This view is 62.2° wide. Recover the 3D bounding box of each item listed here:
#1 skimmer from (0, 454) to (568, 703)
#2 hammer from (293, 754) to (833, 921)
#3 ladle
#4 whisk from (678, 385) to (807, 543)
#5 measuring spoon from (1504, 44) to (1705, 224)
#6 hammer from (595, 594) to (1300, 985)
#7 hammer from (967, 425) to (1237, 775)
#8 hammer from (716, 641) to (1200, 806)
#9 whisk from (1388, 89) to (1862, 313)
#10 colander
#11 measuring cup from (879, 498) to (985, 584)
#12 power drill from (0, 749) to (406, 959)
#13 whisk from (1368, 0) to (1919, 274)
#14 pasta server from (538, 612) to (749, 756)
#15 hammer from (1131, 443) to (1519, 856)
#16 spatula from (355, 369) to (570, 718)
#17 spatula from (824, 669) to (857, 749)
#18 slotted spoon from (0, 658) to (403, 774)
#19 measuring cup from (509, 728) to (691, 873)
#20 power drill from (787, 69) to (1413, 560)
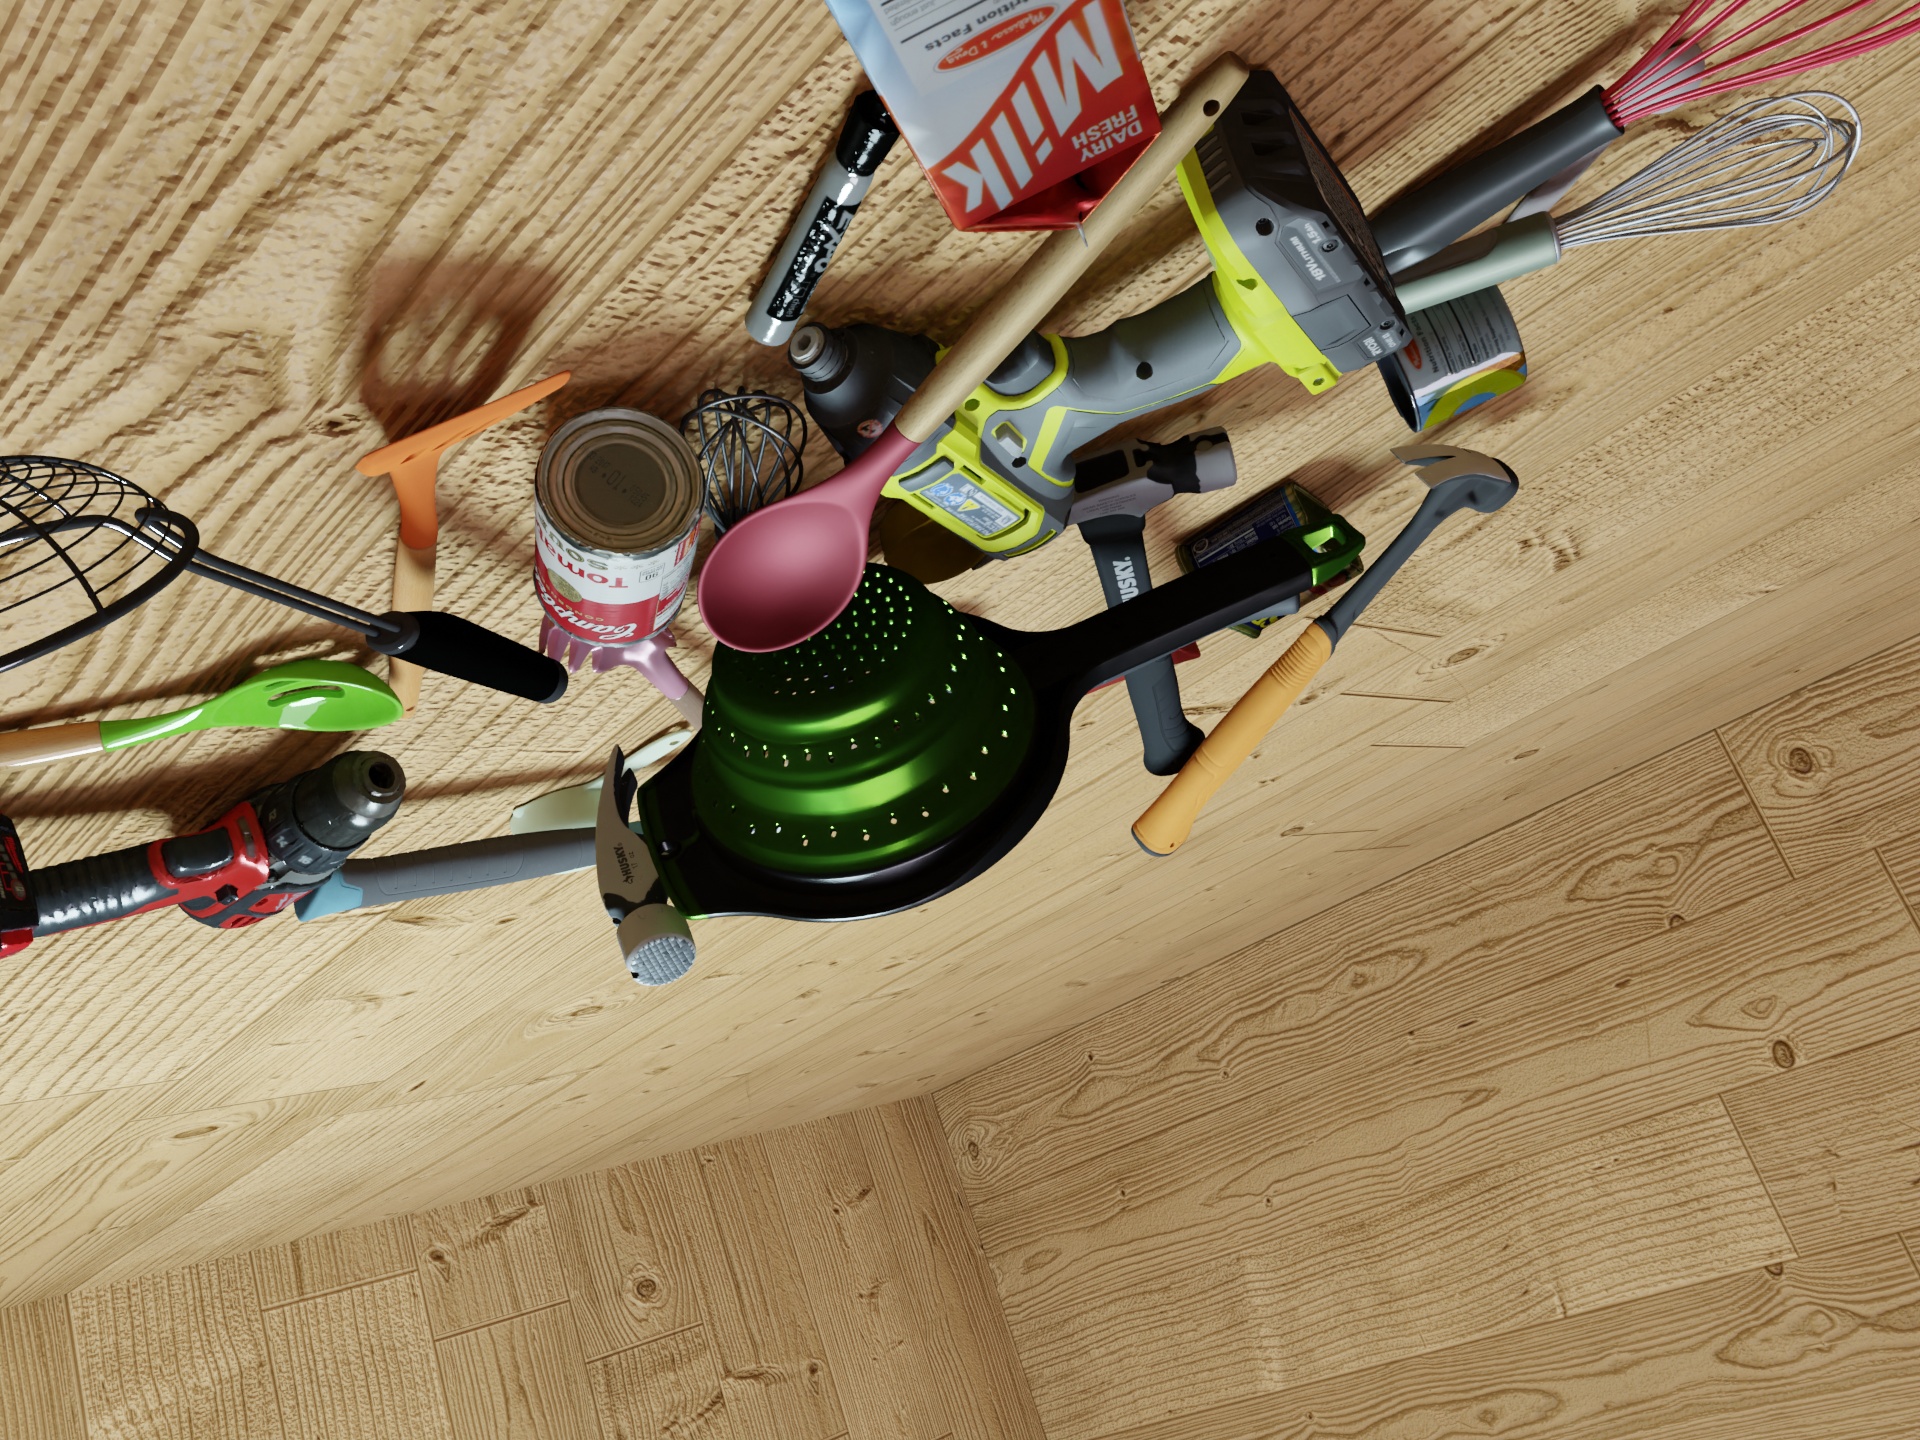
[{"bbox_3d":[-0.250,-0.017,0.585,0.127,0.090,0.363,-3,170,17],"label":"skimmer"},{"bbox_3d":[-0.243,0.080,1.001,0.331,0.033,0.128,-7,139,-32],"label":"hammer"},{"bbox_3d":[-0.005,-0.127,0.603,0.069,0.031,0.315,17,136,-35],"label":"ladle"},{"bbox_3d":[-0.101,-0.090,0.744,0.055,0.055,0.239,-16,166,-12],"label":"whisk"},{"bbox_3d":[0.288,-0.253,0.719,0.034,0.018,0.124,-11,161,-26],"label":"measuring spoon"},{"bbox_3d":[-0.001,-0.003,0.839,0.409,0.149,0.036,-24,134,-8],"label":"hammer"},{"bbox_3d":[0.103,-0.050,0.958,0.146,0.035,0.334,-14,150,7],"label":"hammer"},{"bbox_3d":[-0.001,0.008,1.142,0.359,0.037,0.149,-22,162,7],"label":"hammer"},{"bbox_3d":[0.278,-0.224,0.726,0.246,0.058,0.059,-16,134,17],"label":"whisk"},{"bbox_3d":[0.019,-0.043,0.779,0.397,0.205,0.094,-24,133,-8],"label":"colander"},{"bbox_3d":[-0.005,-0.126,0.784,0.062,0.029,0.156,-10,148,-19],"label":"measuring cup"},{"bbox_3d":[-0.407,0.070,0.795,0.188,0.080,0.226,-27,169,36],"label":"power drill"},{"bbox_3d":[0.281,-0.259,0.643,0.296,0.073,0.073,-26,162,39],"label":"whisk"},{"bbox_3d":[-0.147,-0.001,0.890,0.060,0.040,0.316,-18,153,6],"label":"pasta server"},{"bbox_3d":[0.210,-0.034,1.004,0.127,0.034,0.336,-4,138,-50],"label":"hammer"},{"bbox_3d":[-0.231,-0.061,0.688,0.081,0.041,0.322,-32,172,-30],"label":"spatula"},{"bbox_3d":[-0.074,-0.010,0.987,0.060,0.018,0.315,-18,153,-3],"label":"spatula"},{"bbox_3d":[-0.420,0.011,0.725,0.313,0.031,0.070,-12,163,-19],"label":"slotted spoon"},{"bbox_3d":[-0.226,0.056,1.036,0.167,0.038,0.083,-31,159,33],"label":"measuring cup"},{"bbox_3d":[0.053,-0.156,0.654,0.223,0.080,0.171,-25,151,26],"label":"power drill"}]
